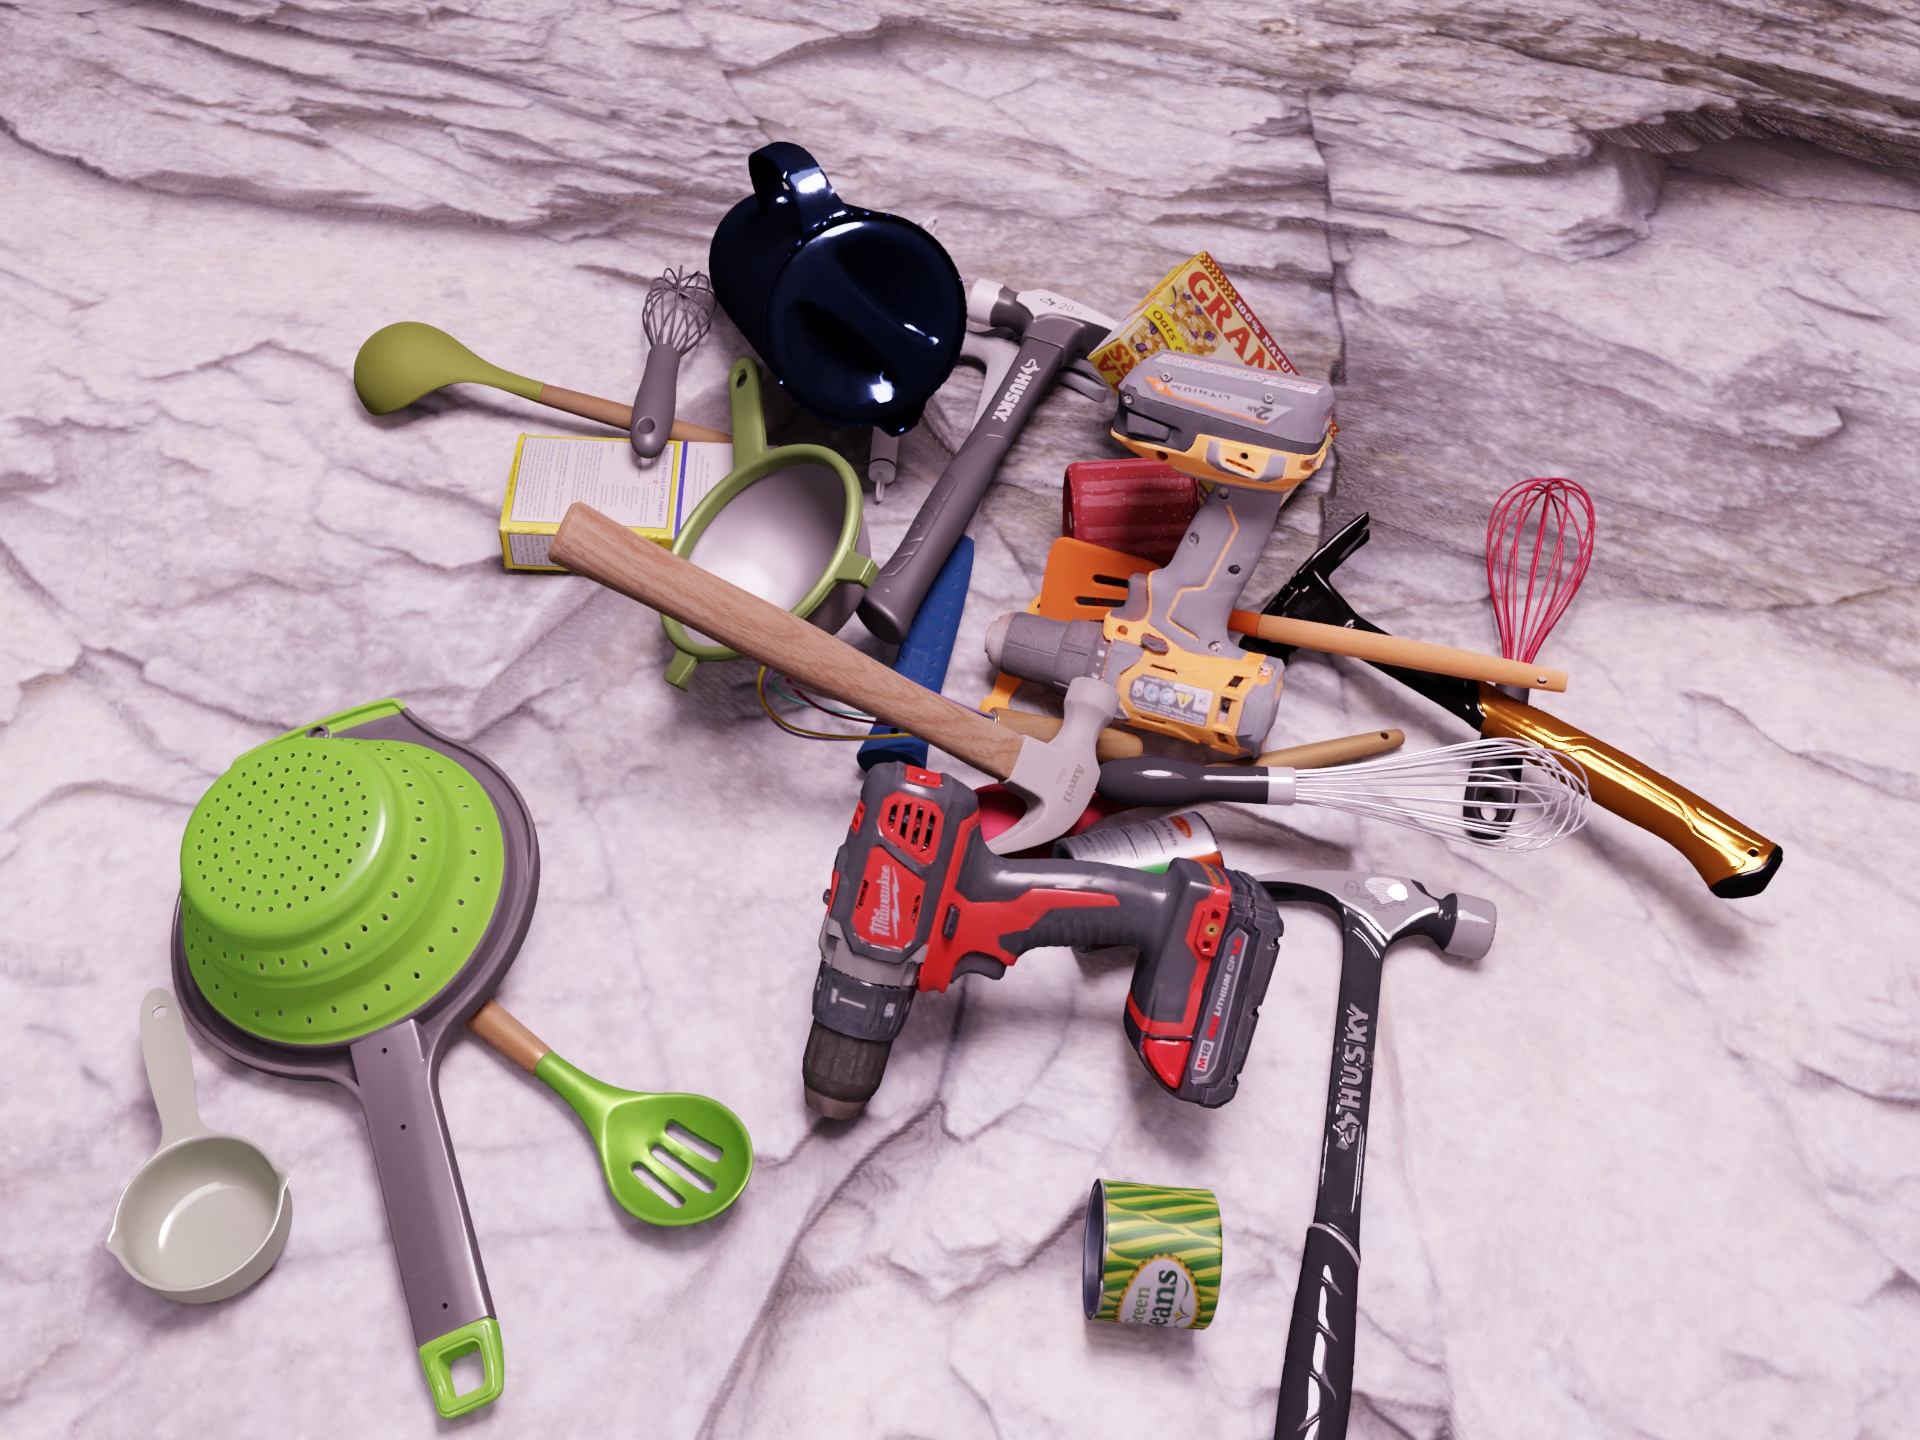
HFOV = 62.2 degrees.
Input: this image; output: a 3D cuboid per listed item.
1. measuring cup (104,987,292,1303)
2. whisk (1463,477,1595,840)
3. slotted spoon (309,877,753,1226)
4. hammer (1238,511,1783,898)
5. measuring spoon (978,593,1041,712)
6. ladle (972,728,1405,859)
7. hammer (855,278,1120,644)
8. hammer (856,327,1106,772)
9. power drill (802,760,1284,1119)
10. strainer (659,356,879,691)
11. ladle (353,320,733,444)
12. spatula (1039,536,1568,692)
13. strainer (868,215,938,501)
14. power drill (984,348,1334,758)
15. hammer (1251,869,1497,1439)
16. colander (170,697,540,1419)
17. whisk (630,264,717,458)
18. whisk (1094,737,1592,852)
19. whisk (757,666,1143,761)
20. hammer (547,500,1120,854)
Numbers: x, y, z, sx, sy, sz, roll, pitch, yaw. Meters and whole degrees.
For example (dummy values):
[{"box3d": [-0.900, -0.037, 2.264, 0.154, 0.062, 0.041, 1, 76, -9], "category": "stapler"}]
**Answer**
[{"box3d": [-0.381, 0.208, 0.788, 0.083, 0.038, 0.168, -19, 56, -18], "category": "measuring cup"}, {"box3d": [0.366, -0.047, 1.042, 0.073, 0.073, 0.296, 17, 60, 7], "category": "whisk"}, {"box3d": [-0.237, 0.165, 0.841, 0.314, 0.031, 0.070, 31, 59, 19], "category": "slotted spoon"}, {"box3d": [0.341, -0.005, 0.974, 0.337, 0.034, 0.127, 36, 76, 28], "category": "hammer"}, {"box3d": [0.039, -0.044, 1.031, 0.021, 0.011, 0.117, 20, 54, 9], "category": "measuring spoon"}, {"box3d": [0.133, 0.042, 0.969, 0.315, 0.031, 0.069, -12, 57, -16], "category": "ladle"}, {"box3d": [0.018, -0.176, 1.068, 0.146, 0.035, 0.335, 20, 55, 11], "category": "hammer"}, {"box3d": [0.005, -0.129, 1.076, 0.144, 0.035, 0.406, 12, 53, 3], "category": "hammer"}, {"box3d": [0.034, 0.135, 0.827, 0.226, 0.080, 0.188, 15, 97, -5], "category": "power drill"}, {"box3d": [-0.114, -0.129, 1.002, 0.151, 0.069, 0.257, -28, 48, 20], "category": "strainer"}, {"box3d": [-0.267, -0.213, 1.116, 0.320, 0.062, 0.078, 15, 52, -3], "category": "ladle"}, {"box3d": [0.208, -0.052, 0.989, 0.323, 0.081, 0.041, 12, 18, 19], "category": "spatula"}, {"box3d": [-0.050, -0.269, 1.158, 0.050, 0.086, 0.259, 3, 64, 2], "category": "strainer"}, {"box3d": [0.117, -0.102, 0.954, 0.185, 0.226, 0.084, 15, 23, 14], "category": "power drill"}, {"box3d": [0.189, 0.249, 0.815, 0.149, 0.036, 0.409, 13, 54, 6], "category": "hammer"}, {"box3d": [-0.301, 0.141, 0.791, 0.204, 0.094, 0.397, -22, 62, -6], "category": "colander"}, {"box3d": [-0.205, -0.254, 1.119, 0.055, 0.055, 0.239, 2, 42, -4], "category": "whisk"}, {"box3d": [0.218, 0.039, 0.922, 0.284, 0.070, 0.070, 2, 53, 6], "category": "whisk"}, {"box3d": [-0.001, -0.005, 0.944, 0.244, 0.051, 0.047, 10, 53, -21], "category": "whisk"}, {"box3d": [-0.069, -0.025, 0.872, 0.331, 0.031, 0.130, 27, 72, -18], "category": "hammer"}]
